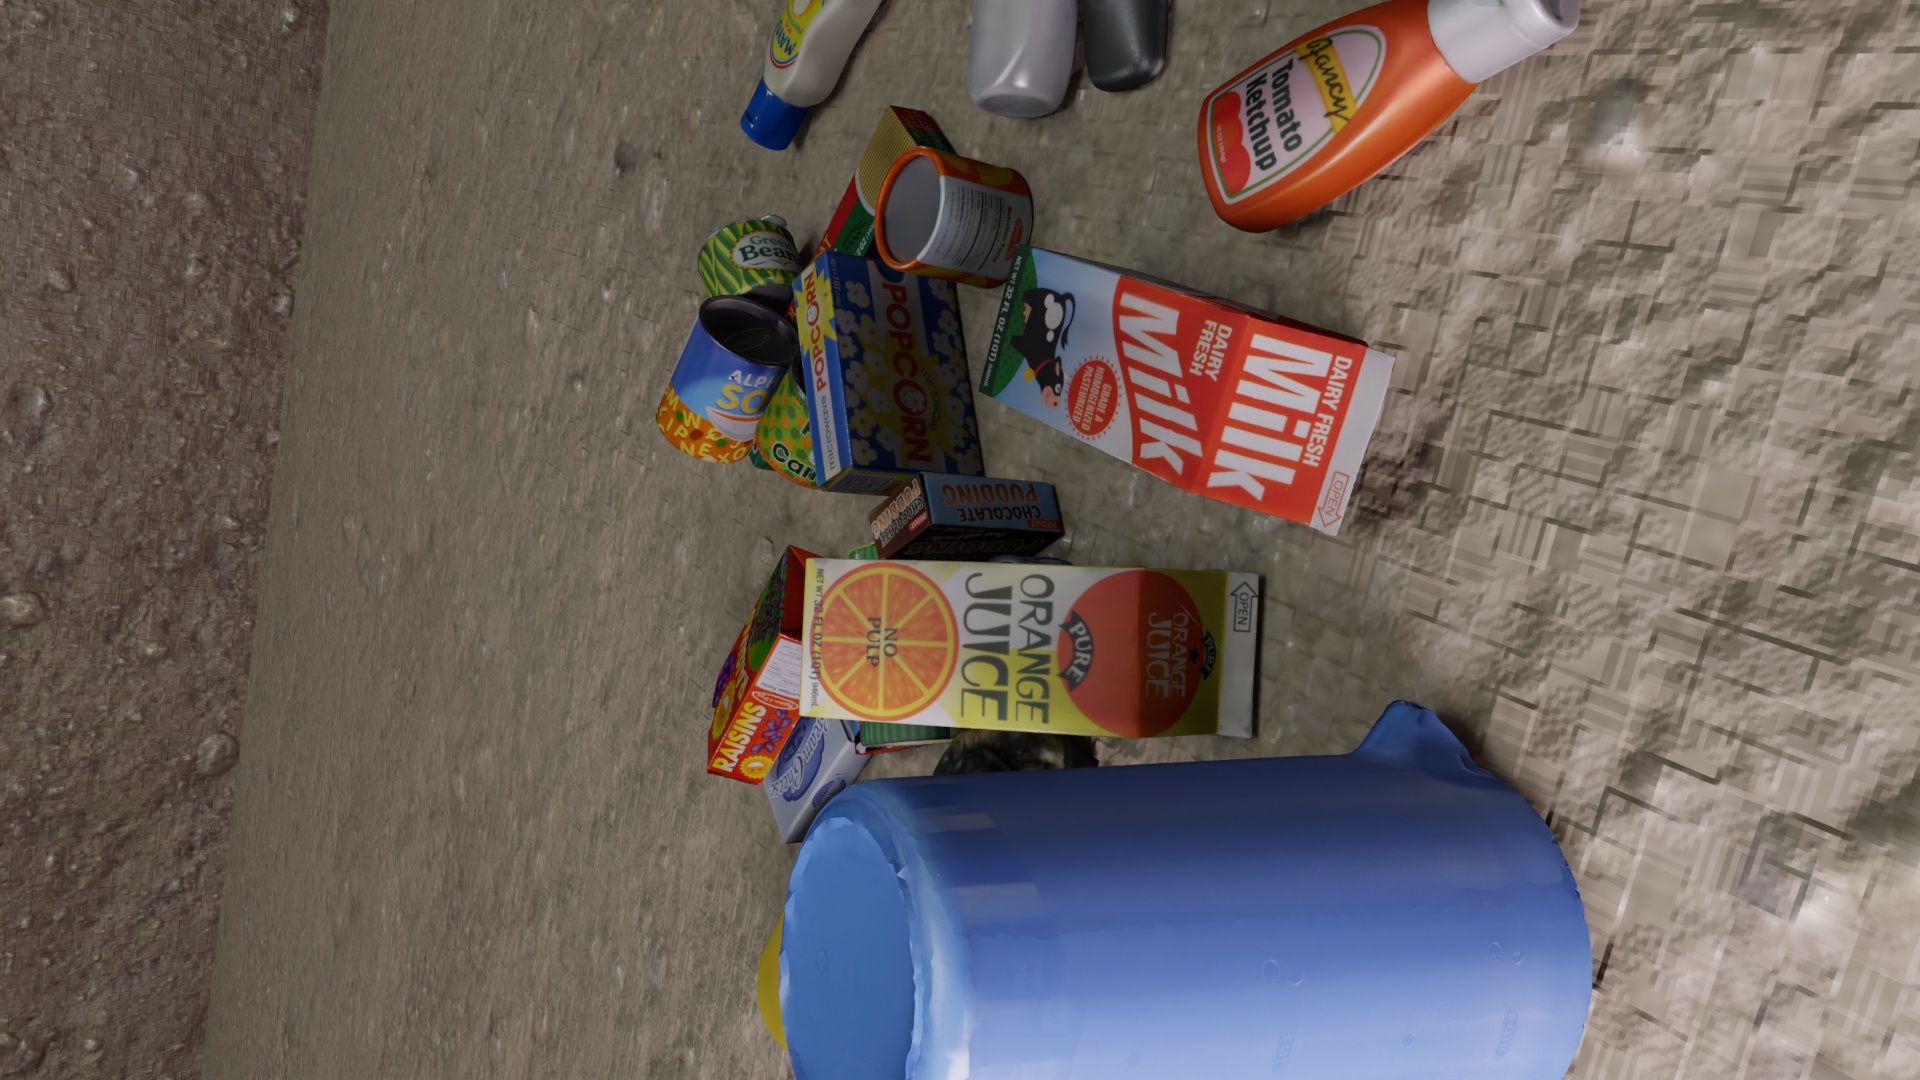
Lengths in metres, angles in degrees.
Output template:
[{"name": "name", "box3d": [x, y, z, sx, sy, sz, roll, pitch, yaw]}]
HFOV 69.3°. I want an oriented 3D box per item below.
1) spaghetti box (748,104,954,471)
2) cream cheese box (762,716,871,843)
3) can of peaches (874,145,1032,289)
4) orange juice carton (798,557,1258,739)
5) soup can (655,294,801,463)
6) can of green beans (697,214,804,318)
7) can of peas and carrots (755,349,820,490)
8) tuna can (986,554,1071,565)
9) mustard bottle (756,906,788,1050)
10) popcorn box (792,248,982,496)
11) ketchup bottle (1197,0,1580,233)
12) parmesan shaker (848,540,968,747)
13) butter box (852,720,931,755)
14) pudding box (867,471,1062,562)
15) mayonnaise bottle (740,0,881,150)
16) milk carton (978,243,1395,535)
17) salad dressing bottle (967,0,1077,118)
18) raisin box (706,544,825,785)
[{"name": "spaghetti box", "box3d": [-0.077, -0.147, 0.858, 0.248, 0.029, 0.050, -57, 45, 33]}, {"name": "cream cheese box", "box3d": [-0.087, 0.132, 0.845, 0.103, 0.024, 0.053, -57, 45, 33]}, {"name": "can of peaches", "box3d": [-0.006, -0.171, 0.739, 0.071, 0.058, 0.071, -7, 82, 53]}, {"name": "orange juice carton", "box3d": [0.032, 0.046, 0.610, 0.193, 0.073, 0.072, 1, 87, 17]}, {"name": "soup can", "box3d": [-0.143, -0.097, 0.860, 0.083, 0.071, 0.071, -57, 45, 34]}, {"name": "can of green beans", "box3d": [-0.131, -0.165, 0.901, 0.071, 0.071, 0.058, -52, 49, 37]}, {"name": "can of peas and carrots", "box3d": [-0.081, -0.070, 0.821, 0.058, 0.071, 0.071, -53, 47, 38]}, {"name": "tuna can", "box3d": [0.032, 0.041, 0.685, 0.071, 0.033, 0.071, -8, 80, 53]}, {"name": "mustard bottle", "box3d": [-0.069, 0.217, 0.791, 0.065, 0.049, 0.159, 49, 124, 43]}, {"name": "popcorn box", "box3d": [-0.040, -0.087, 0.752, 0.038, 0.085, 0.127, -29, 64, 50]}, {"name": "ketchup bottle", "box3d": [0.158, -0.173, 0.529, 0.148, 0.043, 0.065, -20, 70, 50]}, {"name": "parmesan shaker", "box3d": [-0.024, 0.055, 0.728, 0.071, 0.071, 0.103, -18, 72, 52]}, {"name": "butter box", "box3d": [-0.041, 0.068, 0.789, 0.053, 0.024, 0.103, -22, 69, 50]}, {"name": "pudding box", "box3d": [0.002, -0.009, 0.687, 0.049, 0.084, 0.030, -35, 60, 46]}, {"name": "mayonnaise bottle", "box3d": [-0.096, -0.320, 0.891, 0.147, 0.041, 0.065, -52, 49, 36]}, {"name": "milk carton", "box3d": [0.095, -0.066, 0.576, 0.191, 0.073, 0.072, 31, 112, 50]}, {"name": "salad dressing bottle", "box3d": [0.035, -0.295, 0.710, 0.064, 0.044, 0.147, 4, 89, 56]}, {"name": "raisin box", "box3d": [-0.115, 0.077, 0.852, 0.122, 0.040, 0.086, -59, 21, 32]}]
